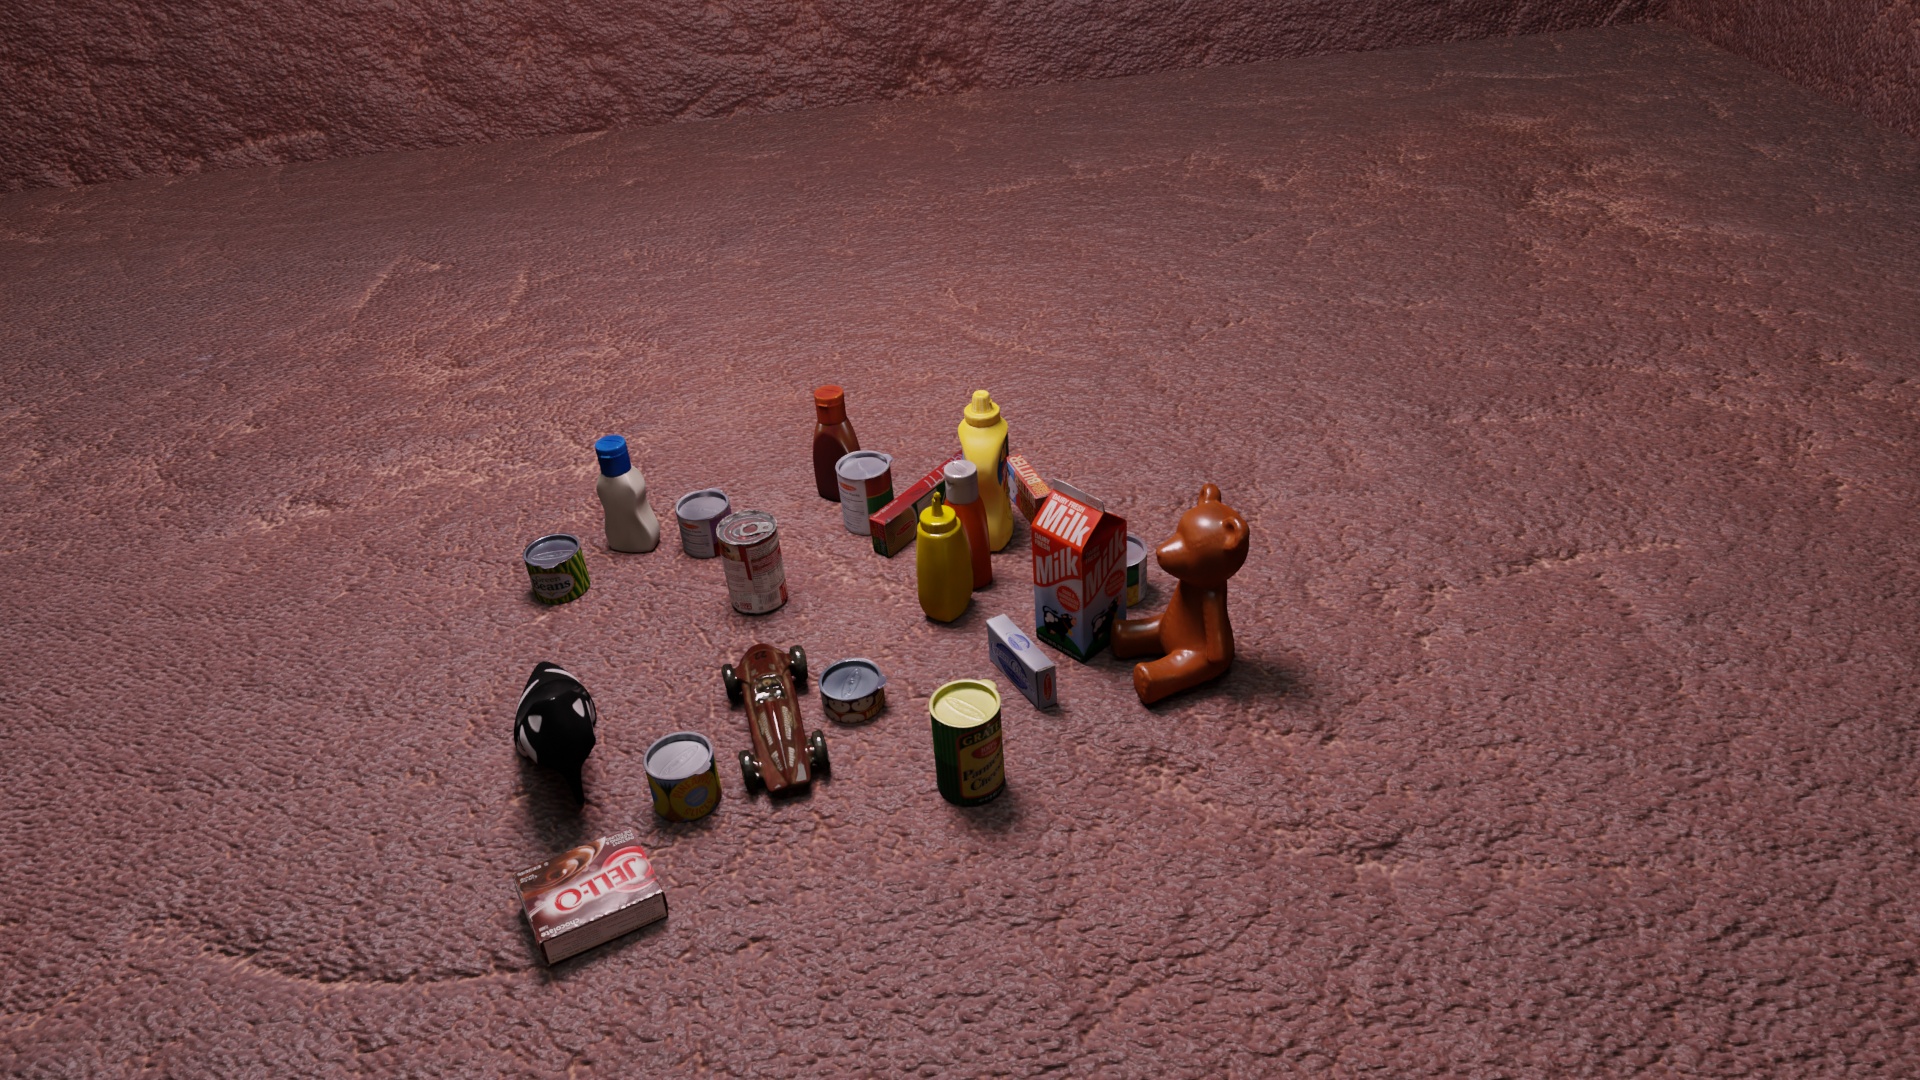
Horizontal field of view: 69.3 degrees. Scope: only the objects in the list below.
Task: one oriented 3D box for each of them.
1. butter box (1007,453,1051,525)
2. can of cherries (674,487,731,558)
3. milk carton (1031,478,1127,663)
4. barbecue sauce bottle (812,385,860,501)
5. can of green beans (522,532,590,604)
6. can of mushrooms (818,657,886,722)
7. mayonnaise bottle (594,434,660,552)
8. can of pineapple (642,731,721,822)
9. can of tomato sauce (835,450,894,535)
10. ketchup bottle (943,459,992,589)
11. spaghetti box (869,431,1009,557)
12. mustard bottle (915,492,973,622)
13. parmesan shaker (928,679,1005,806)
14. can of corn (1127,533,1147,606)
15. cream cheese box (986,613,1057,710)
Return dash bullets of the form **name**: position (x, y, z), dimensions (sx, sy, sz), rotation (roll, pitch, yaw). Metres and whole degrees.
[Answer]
- **butter box**: position (0.084, -0.058, 1.698), dimensions (0.024, 0.052, 0.104), rotation (-15, 36, -14)
- **can of cherries**: position (-0.307, -0.021, 1.688), dimensions (0.071, 0.058, 0.072), rotation (-3, 34, 2)
- **milk carton**: position (0.125, 0.026, 1.450), dimensions (0.074, 0.189, 0.072), rotation (-32, 42, -33)
- **barbecue sauce bottle**: position (-0.156, -0.121, 1.734), dimensions (0.065, 0.147, 0.044), rotation (10, 37, 20)
- **can of green beans**: position (-0.473, 0.033, 1.630), dimensions (0.071, 0.057, 0.071), rotation (-3, 34, 2)
- **can of mushrooms**: position (-0.109, 0.155, 1.429), dimensions (0.071, 0.033, 0.071), rotation (-3, 34, 2)
- **mayonnaise bottle**: position (-0.405, -0.055, 1.671), dimensions (0.065, 0.147, 0.041), rotation (3, 35, 11)
- **can of pineapple**: position (-0.263, 0.226, 1.323), dimensions (0.071, 0.057, 0.071), rotation (-3, 34, 2)
- **can of tomato sauce**: position (-0.113, -0.059, 1.696), dimensions (0.071, 0.082, 0.071), rotation (-3, 34, 2)
- **ketchup bottle**: position (0.006, -0.020, 1.567), dimensions (0.044, 0.148, 0.065), rotation (-23, 38, -24)
- **spaghetti box**: position (-0.022, -0.063, 1.720), dimensions (0.029, 0.050, 0.251), rotation (20, 42, 32)
- **mustard bottle**: position (-0.020, 0.012, 1.515), dimensions (0.049, 0.159, 0.066), rotation (15, 39, 27)
- **parmesan shaker**: position (0.010, 0.189, 1.303), dimensions (0.071, 0.102, 0.072), rotation (-3, 34, 2)
- **can of corn**: position (0.173, 0.033, 1.549), dimensions (0.071, 0.058, 0.071), rotation (-3, 34, 2)
- **cream cheese box**: position (0.062, 0.125, 1.434), dimensions (0.024, 0.053, 0.104), rotation (-20, 37, -21)
